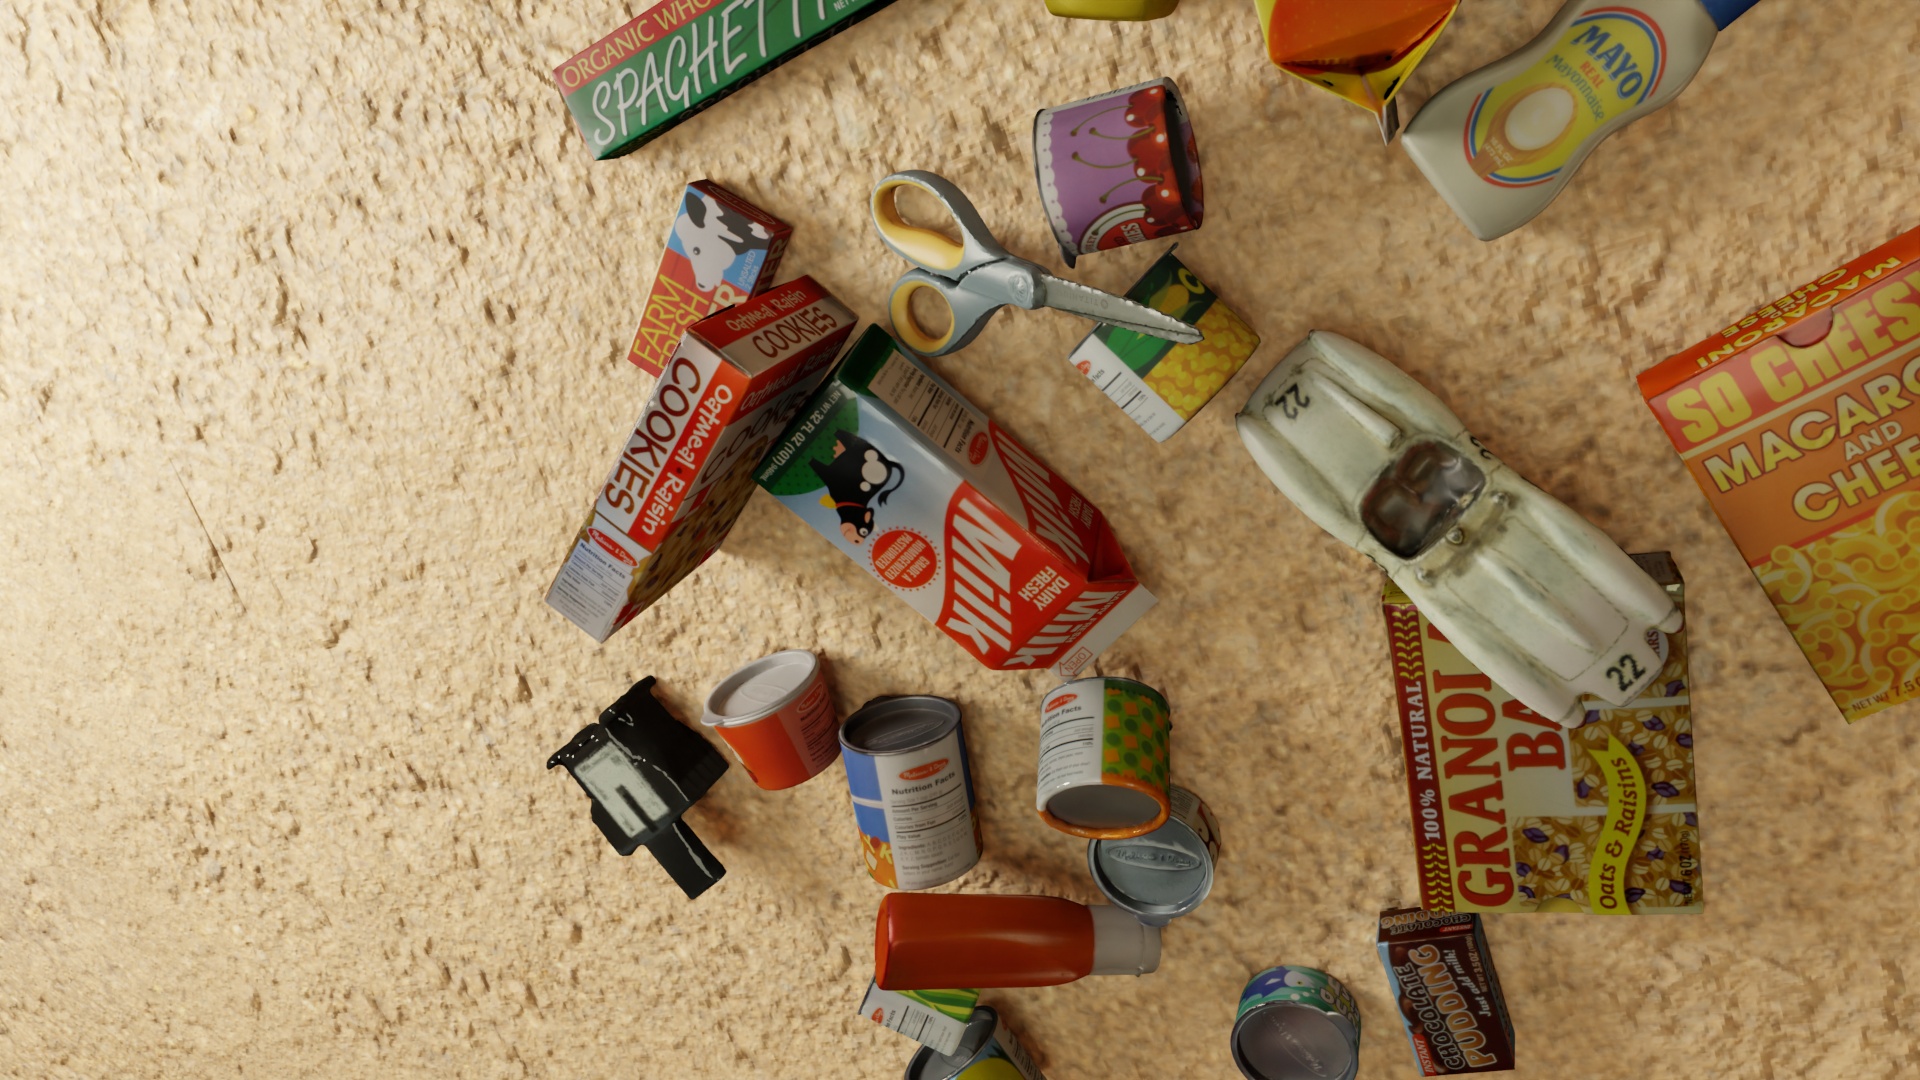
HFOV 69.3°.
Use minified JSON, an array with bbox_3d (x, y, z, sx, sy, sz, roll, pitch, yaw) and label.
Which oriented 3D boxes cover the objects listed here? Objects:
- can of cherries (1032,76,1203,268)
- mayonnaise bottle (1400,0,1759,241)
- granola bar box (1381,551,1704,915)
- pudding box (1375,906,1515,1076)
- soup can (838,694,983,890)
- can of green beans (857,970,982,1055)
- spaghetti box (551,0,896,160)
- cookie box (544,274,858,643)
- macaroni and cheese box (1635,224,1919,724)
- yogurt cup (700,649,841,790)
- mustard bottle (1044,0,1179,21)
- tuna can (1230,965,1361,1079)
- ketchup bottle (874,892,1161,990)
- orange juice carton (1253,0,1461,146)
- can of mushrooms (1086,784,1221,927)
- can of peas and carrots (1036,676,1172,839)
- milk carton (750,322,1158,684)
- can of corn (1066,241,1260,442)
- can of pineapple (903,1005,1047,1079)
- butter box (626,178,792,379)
[{"bbox_3d":[0.070,-0.158,0.600,0.058,0.072,0.071,-9,107,21],"label":"can of cherries"},{"bbox_3d":[0.249,-0.186,0.541,0.147,0.041,0.065,-39,92,28],"label":"mayonnaise bottle"},{"bbox_3d":[0.269,0.093,0.642,0.124,0.039,0.165,-6,108,22],"label":"granola bar box"},{"bbox_3d":[0.247,0.228,0.706,0.049,0.030,0.083,-14,104,25],"label":"pudding box"},{"bbox_3d":[-0.027,0.134,0.749,0.071,0.072,0.083,-2,110,20],"label":"soup can"},{"bbox_3d":[-0.018,0.248,0.785,0.058,0.071,0.071,23,116,5],"label":"can of green beans"},{"bbox_3d":[-0.083,-0.250,0.641,0.249,0.029,0.050,-20,101,25],"label":"spaghetti box"},{"bbox_3d":[-0.126,-0.043,0.681,0.040,0.123,0.166,36,118,2],"label":"cookie box"},{"bbox_3d":[0.375,-0.025,0.559,0.123,0.040,0.166,-32,97,26],"label":"macaroni and cheese box"},{"bbox_3d":[-0.099,0.099,0.761,0.072,0.073,0.053,-14,113,23],"label":"yogurt cup"},{"bbox_3d":[0.062,-0.293,0.554,0.065,0.049,0.159,12,120,26],"label":"mustard bottle"},{"bbox_3d":[0.181,0.262,0.741,0.071,0.033,0.070,7,112,17],"label":"tuna can"},{"bbox_3d":[0.031,0.213,0.738,0.149,0.044,0.064,3,139,-10],"label":"ketchup bottle"},{"bbox_3d":[0.145,-0.250,0.536,0.073,0.072,0.192,-12,105,24],"label":"orange juice carton"},{"bbox_3d":[0.102,0.165,0.731,0.071,0.033,0.070,6,112,16],"label":"can of mushrooms"},{"bbox_3d":[0.074,0.110,0.693,0.071,0.059,0.070,4,143,3],"label":"can of peas and carrots"},{"bbox_3d":[0.002,-0.008,0.669,0.190,0.074,0.072,39,119,-9],"label":"milk carton"},{"bbox_3d":[0.093,-0.088,0.621,0.058,0.071,0.071,43,118,-1],"label":"can of corn"},{"bbox_3d":[0.009,0.315,0.802,0.071,0.071,0.058,-33,97,27],"label":"can of pineapple"},{"bbox_3d":[-0.129,-0.125,0.707,0.053,0.024,0.103,30,116,7],"label":"butter box"}]
